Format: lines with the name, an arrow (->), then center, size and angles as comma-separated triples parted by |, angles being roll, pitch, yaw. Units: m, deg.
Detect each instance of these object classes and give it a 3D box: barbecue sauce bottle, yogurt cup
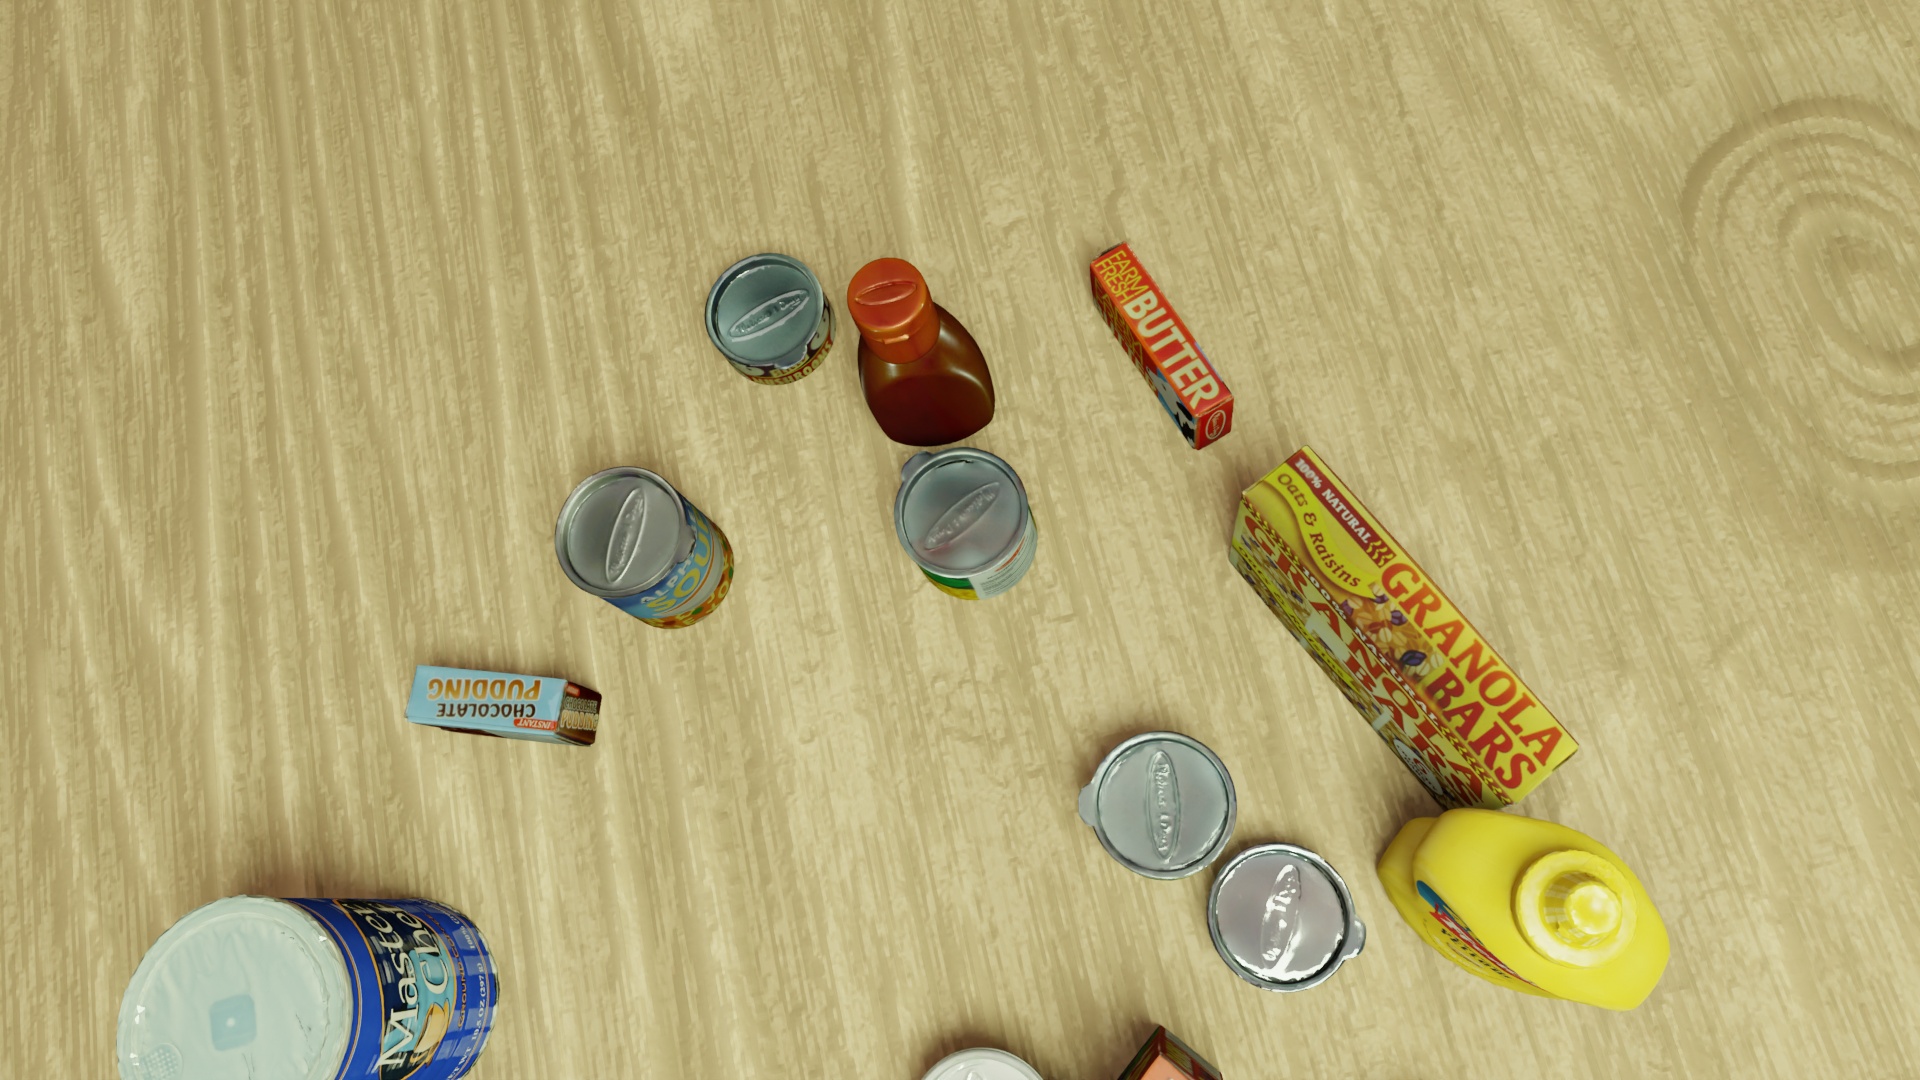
barbecue sauce bottle -> -0.022, -0.089, 0.680 | 0.065, 0.148, 0.044 | -11, 74, 5
yogurt cup -> 0.013, 0.263, 0.627 | 0.072, 0.054, 0.072 | -2, 75, 8

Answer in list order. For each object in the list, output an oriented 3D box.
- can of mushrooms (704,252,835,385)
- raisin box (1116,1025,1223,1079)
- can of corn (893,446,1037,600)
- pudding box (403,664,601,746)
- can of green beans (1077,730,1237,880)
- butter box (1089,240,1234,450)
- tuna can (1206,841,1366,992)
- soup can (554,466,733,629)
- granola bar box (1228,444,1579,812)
can of mushrooms -> -0.102, -0.118, 0.760 | 0.071, 0.033, 0.071 | -2, 75, 8
raisin box -> 0.074, 0.255, 0.584 | 0.040, 0.123, 0.086 | 38, 83, 16
can of corn -> 0.003, -0.009, 0.701 | 0.071, 0.058, 0.071 | -2, 75, 8
pudding box -> -0.234, 0.085, 0.714 | 0.084, 0.049, 0.030 | 4, 76, 9
can of green beans -> 0.095, 0.125, 0.651 | 0.071, 0.057, 0.071 | -2, 75, 8
butter box -> 0.103, -0.099, 0.715 | 0.024, 0.053, 0.104 | -31, 73, 0
tuna can -> 0.150, 0.175, 0.643 | 0.071, 0.032, 0.071 | -2, 75, 8
soup can -> -0.156, 0.007, 0.707 | 0.071, 0.083, 0.071 | -2, 75, 8
granola bar box -> 0.191, 0.045, 0.625 | 0.039, 0.124, 0.166 | -37, 73, -2
